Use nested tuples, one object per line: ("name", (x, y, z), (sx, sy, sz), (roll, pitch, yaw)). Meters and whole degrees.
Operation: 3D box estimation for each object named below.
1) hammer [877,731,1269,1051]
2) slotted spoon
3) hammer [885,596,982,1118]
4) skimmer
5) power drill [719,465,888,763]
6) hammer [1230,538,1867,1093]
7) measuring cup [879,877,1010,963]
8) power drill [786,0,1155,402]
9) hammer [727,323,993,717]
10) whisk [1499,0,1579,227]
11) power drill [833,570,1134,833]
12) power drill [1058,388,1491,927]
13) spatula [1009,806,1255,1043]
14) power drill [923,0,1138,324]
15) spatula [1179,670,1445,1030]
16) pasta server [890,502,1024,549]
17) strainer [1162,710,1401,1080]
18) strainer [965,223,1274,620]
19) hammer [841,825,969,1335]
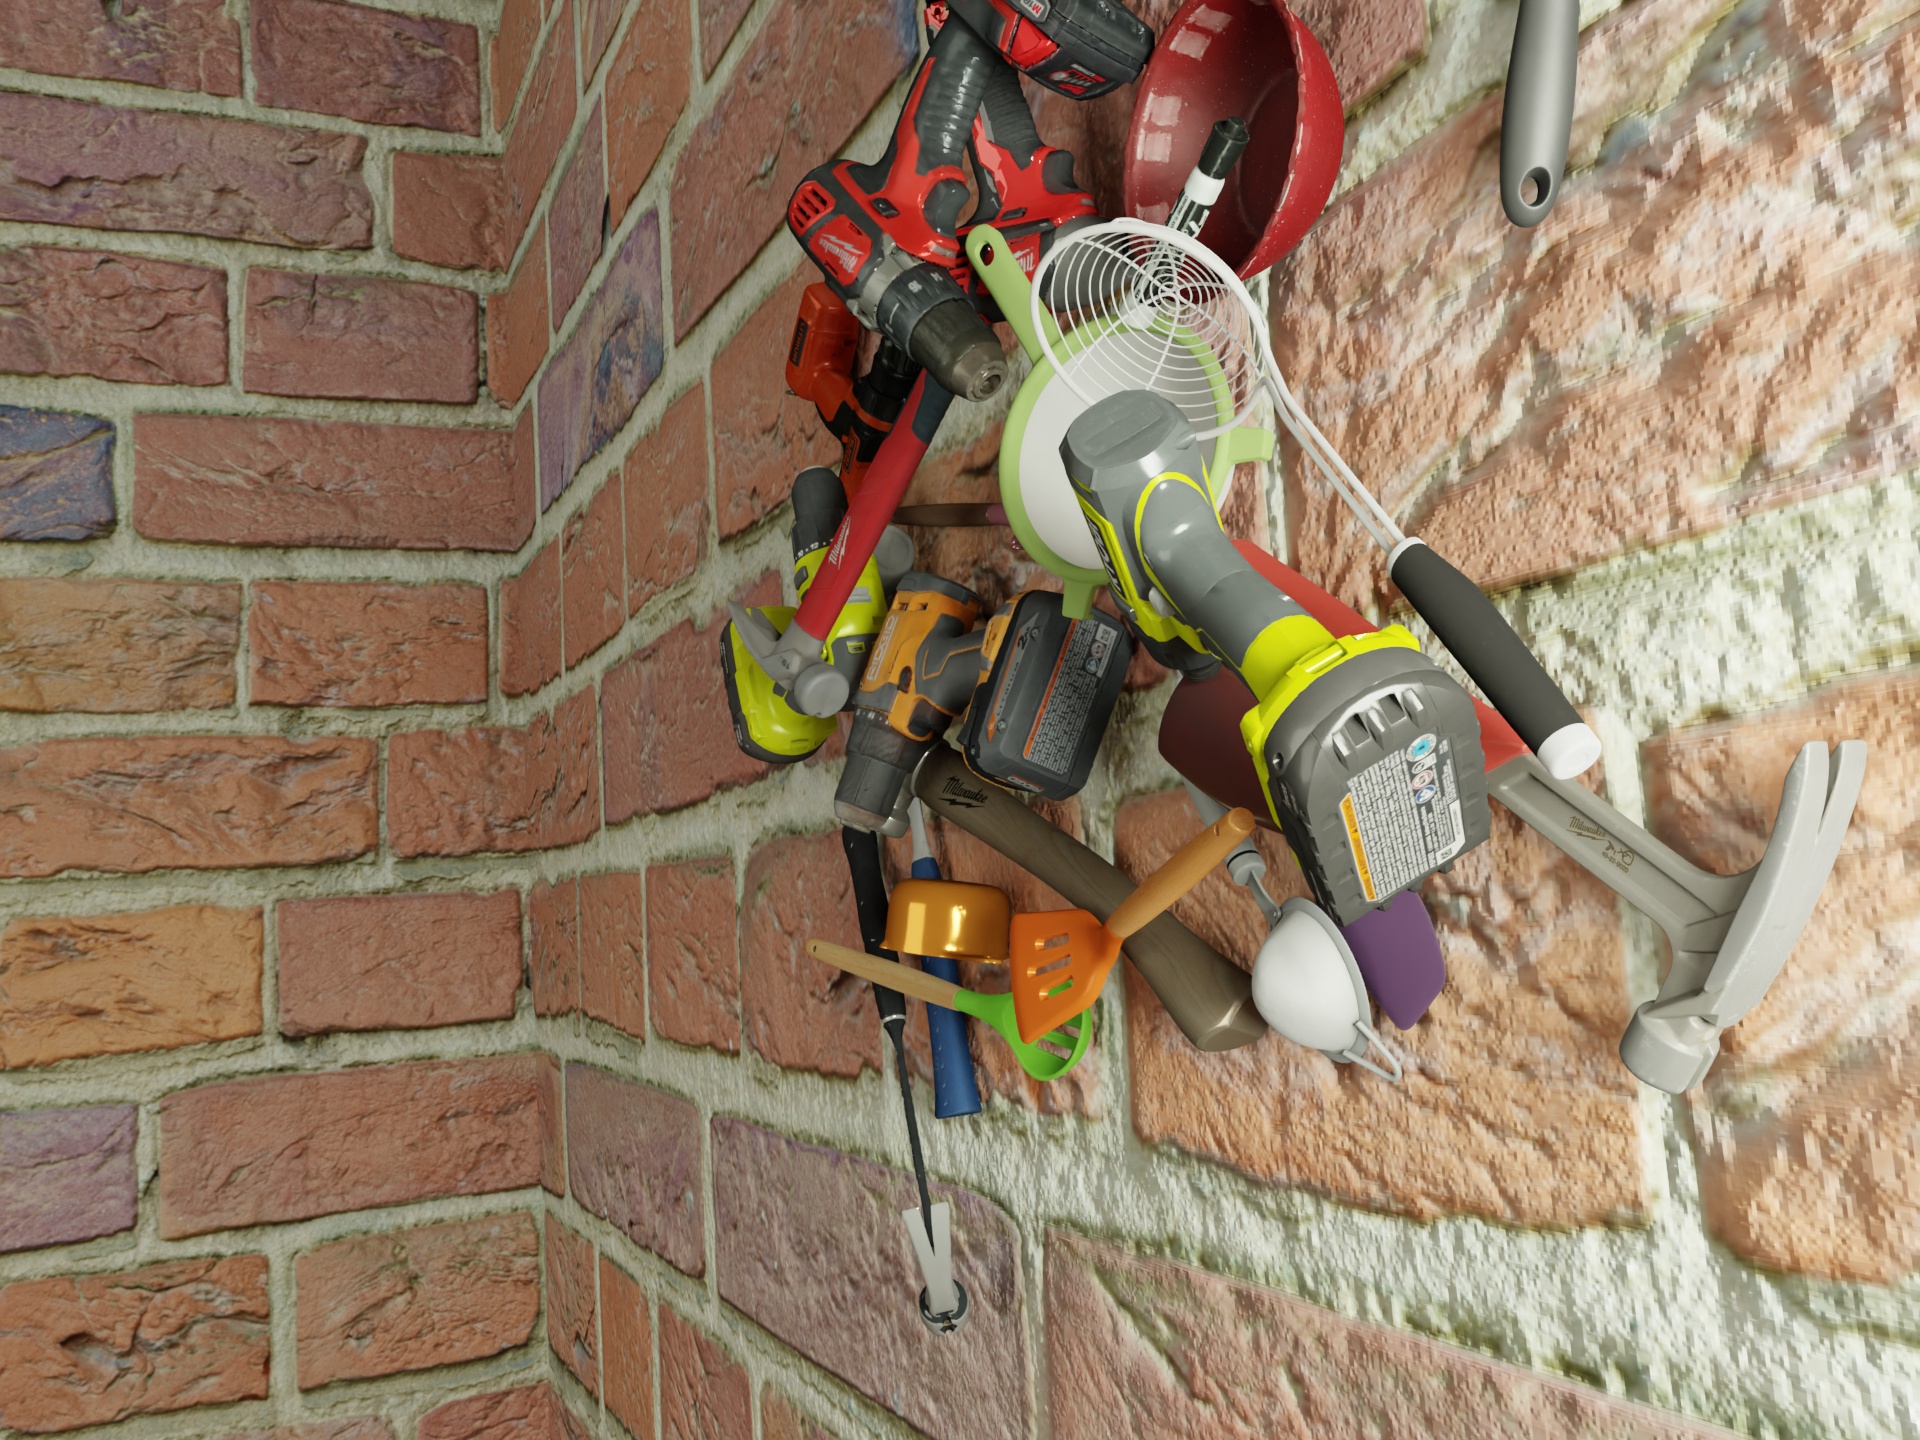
("hammer", (0.062, 0.078, 1.009), (0.411, 0.038, 0.146), (35, 100, 54))
("slotted spoon", (-0.015, 0.190, 1.125), (0.314, 0.031, 0.070), (8, 81, 49))
("hammer", (-0.029, 0.096, 1.221), (0.144, 0.035, 0.406), (142, 123, -59))
("skimmer", (0.142, -0.101, 0.712), (0.127, 0.090, 0.364), (82, 165, -50))
("power drill", (-0.124, -0.076, 1.276), (0.228, 0.080, 0.191), (-42, 58, 59))
("hammer", (0.218, -0.007, 0.705), (0.359, 0.036, 0.149), (50, 135, 52))
("measuring cup", (0.002, 0.135, 1.078), (0.173, 0.095, 0.052), (163, 112, -75))
("power drill", (0.009, -0.311, 0.898), (0.188, 0.080, 0.226), (52, 120, 26))
("hammer", (-0.045, -0.198, 1.104), (0.143, 0.038, 0.386), (46, 114, 44))
("whisk", (0.239, -0.324, 0.643), (0.055, 0.055, 0.239), (-154, 63, -62))
("power drill", (-0.002, -0.003, 1.041), (0.226, 0.084, 0.185), (11, 79, 58))
("power drill", (0.131, -0.026, 0.699), (0.223, 0.080, 0.171), (58, 177, 42))
("spatula", (0.083, 0.102, 0.838), (0.322, 0.041, 0.081), (118, 150, -65))
("power drill", (0.048, -0.358, 0.971), (0.143, 0.078, 0.219), (0, 95, 32))
("spatula", (0.163, 0.025, 0.840), (0.316, 0.018, 0.059), (62, 140, 42))
("pasta server", (0.007, -0.150, 1.139), (0.316, 0.040, 0.060), (15, 92, 65))
("strainer", (0.153, 0.086, 0.843), (0.086, 0.050, 0.259), (94, 161, -45))
("strainer", (0.077, -0.188, 0.915), (0.151, 0.069, 0.257), (-43, 60, 27))
("hammer", (-0.050, 0.240, 1.208), (0.149, 0.036, 0.409), (84, 174, -49))
